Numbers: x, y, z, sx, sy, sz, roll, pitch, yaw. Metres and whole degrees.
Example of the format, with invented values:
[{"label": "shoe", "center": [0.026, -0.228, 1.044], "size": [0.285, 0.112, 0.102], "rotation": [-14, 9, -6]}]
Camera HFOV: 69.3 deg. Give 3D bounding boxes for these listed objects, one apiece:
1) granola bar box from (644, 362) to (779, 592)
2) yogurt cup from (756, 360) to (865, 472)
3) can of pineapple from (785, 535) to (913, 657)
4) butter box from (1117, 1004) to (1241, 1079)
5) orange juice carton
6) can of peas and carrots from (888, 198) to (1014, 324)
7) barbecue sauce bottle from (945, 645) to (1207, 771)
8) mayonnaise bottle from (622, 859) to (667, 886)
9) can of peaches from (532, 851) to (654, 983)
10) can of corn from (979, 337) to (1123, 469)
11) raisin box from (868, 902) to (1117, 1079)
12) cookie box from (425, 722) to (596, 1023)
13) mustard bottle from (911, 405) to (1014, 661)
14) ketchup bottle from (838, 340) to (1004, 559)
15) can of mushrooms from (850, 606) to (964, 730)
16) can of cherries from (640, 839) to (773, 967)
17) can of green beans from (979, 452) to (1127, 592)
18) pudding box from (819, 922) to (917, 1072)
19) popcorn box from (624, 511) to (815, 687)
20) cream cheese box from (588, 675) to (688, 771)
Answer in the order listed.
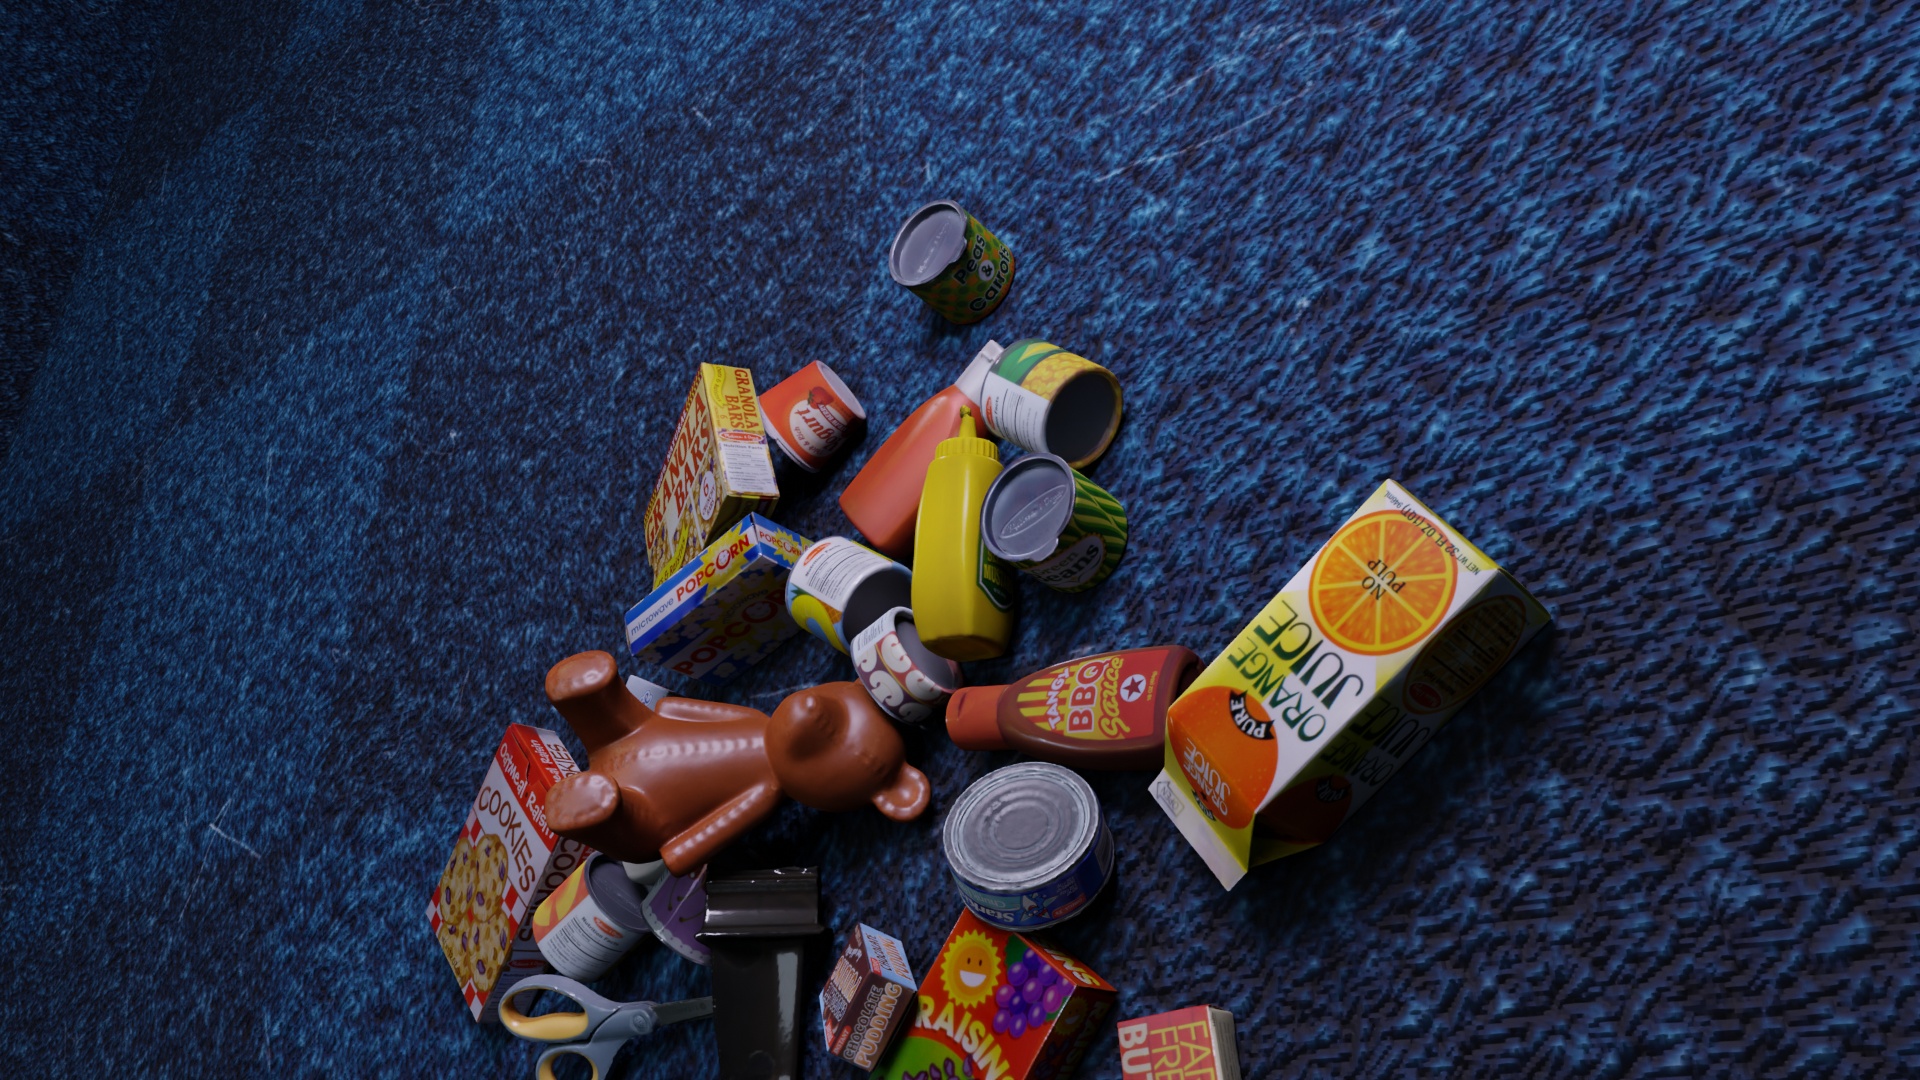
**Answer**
[{"label": "granola bar box", "center": [-0.180, -0.023, 0.975], "size": [0.164, 0.039, 0.125], "rotation": [-59, 37, 41]}, {"label": "yogurt cup", "center": [-0.104, -0.089, 0.977], "size": [0.054, 0.072, 0.072], "rotation": [-39, 48, 9]}, {"label": "can of pineapple", "center": [-0.067, 0.038, 0.878], "size": [0.058, 0.071, 0.071], "rotation": [25, 86, 45]}, {"label": "butter box", "center": [0.105, 0.270, 0.635], "size": [0.053, 0.024, 0.104], "rotation": [-24, 55, 29]}, {"label": "orange juice carton", "center": [0.170, 0.073, 0.647], "size": [0.192, 0.073, 0.072], "rotation": [-49, 46, 11]}, {"label": "can of peas and carrots", "center": [-0.004, -0.188, 0.944], "size": [0.071, 0.058, 0.071], "rotation": [-19, 58, 33]}, {"label": "barbecue sauce bottle", "center": [0.060, 0.094, 0.752], "size": [0.148, 0.043, 0.065], "rotation": [-9, 50, 38]}, {"label": "mayonnaise bottle", "center": [-0.162, 0.167, 0.910], "size": [0.147, 0.041, 0.065], "rotation": [-36, 50, 20]}, {"label": "can of peaches", "center": [-0.238, 0.247, 0.918], "size": [0.058, 0.071, 0.071], "rotation": [-45, 47, 15]}, {"label": "can of corn", "center": [0.057, -0.083, 0.833], "size": [0.058, 0.071, 0.071], "rotation": [33, 92, 45]}, {"label": "raisin box", "center": [0.013, 0.259, 0.710], "size": [0.086, 0.040, 0.123], "rotation": [29, 90, 46]}, {"label": "cookie box", "center": [-0.317, 0.234, 0.989], "size": [0.123, 0.040, 0.167], "rotation": [37, 105, 46]}, {"label": "mustard bottle", "center": [0.003, -0.010, 0.833], "size": [0.049, 0.065, 0.161], "rotation": [-9, 68, 26]}, {"label": "ketchup bottle", "center": [-0.014, -0.061, 0.897], "size": [0.148, 0.043, 0.065], "rotation": [-50, 49, 9]}, {"label": "can of mushrooms", "center": [-0.029, 0.076, 0.826], "size": [0.033, 0.071, 0.071], "rotation": [-40, 48, 18]}, {"label": "can of cherries", "center": [-0.151, 0.220, 0.857], "size": [0.058, 0.071, 0.071], "rotation": [-55, 45, 3]}, {"label": "can of green beans", "center": [0.054, -0.009, 0.801], "size": [0.071, 0.058, 0.071], "rotation": [-20, 57, 33]}, {"label": "pudding box", "center": [-0.051, 0.246, 0.751], "size": [0.049, 0.030, 0.083], "rotation": [-62, 8, -2]}, {"label": "popcorn box", "center": [-0.151, 0.043, 0.932], "size": [0.126, 0.085, 0.038], "rotation": [-36, 51, 21]}, {"label": "cream cheese box", "center": [-0.235, 0.152, 0.992], "size": [0.053, 0.024, 0.104], "rotation": [12, 77, 45]}]
